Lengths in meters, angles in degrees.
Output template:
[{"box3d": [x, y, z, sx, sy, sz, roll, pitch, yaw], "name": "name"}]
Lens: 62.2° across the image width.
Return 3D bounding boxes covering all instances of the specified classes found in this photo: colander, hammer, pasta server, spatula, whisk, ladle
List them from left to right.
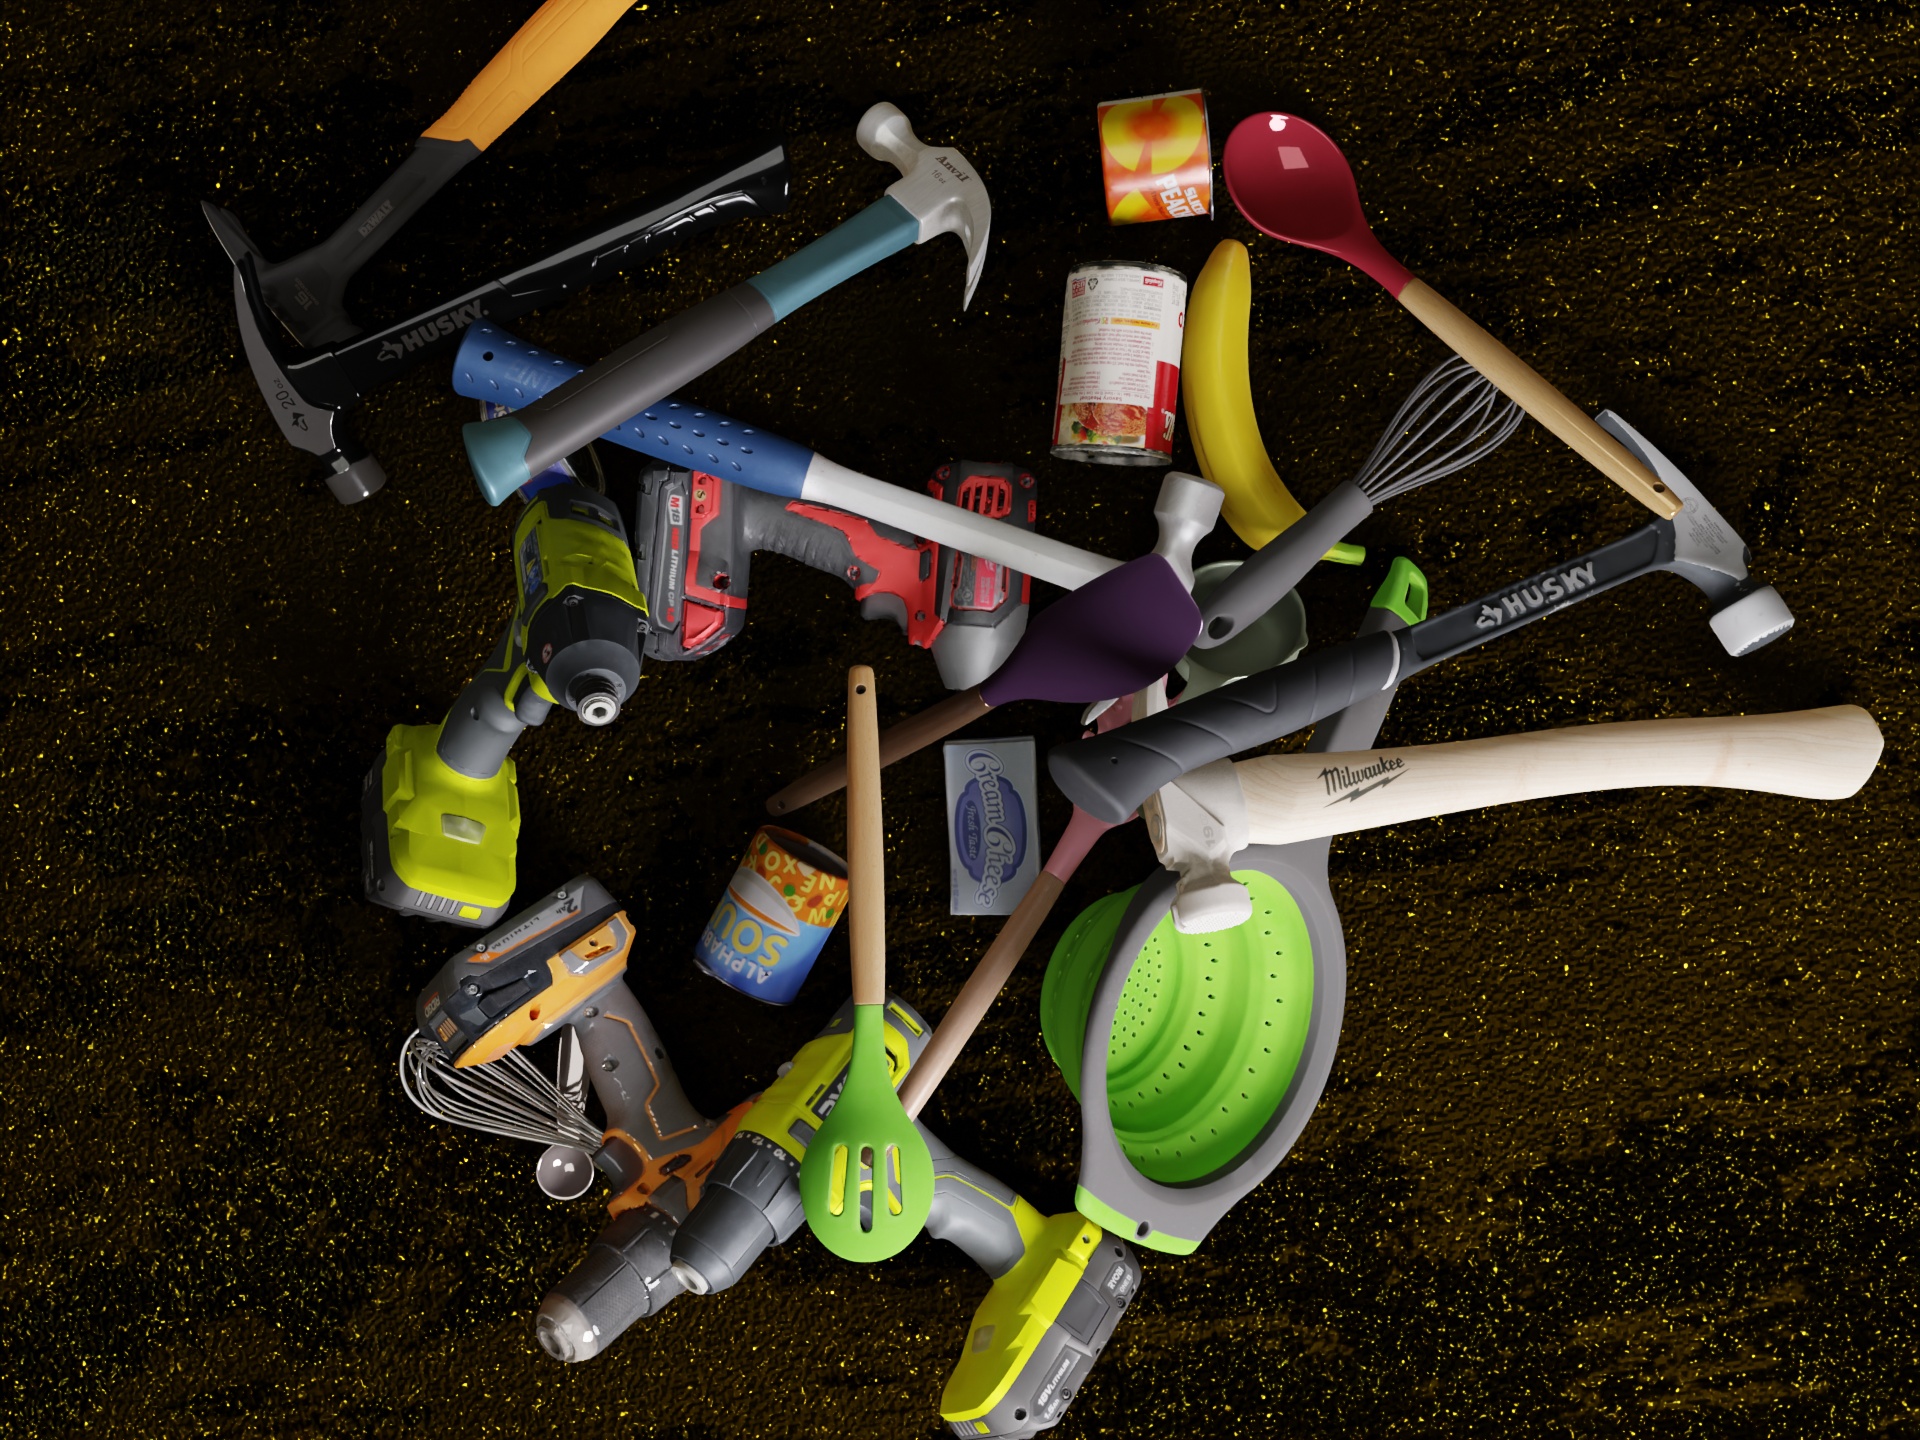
[{"box3d": [-0.287, -0.358, 0.931, 0.337, 0.034, 0.127, -41, 89, 7], "name": "hammer"}, {"box3d": [-0.249, -0.256, 0.912, 0.335, 0.035, 0.146, -25, 120, 2], "name": "hammer"}, {"box3d": [-0.217, 0.248, 0.940, 0.246, 0.058, 0.059, 30, 78, -7], "name": "whisk"}, {"box3d": [-0.117, -0.213, 0.832, 0.331, 0.033, 0.128, -38, 71, -22], "name": "hammer"}, {"box3d": [-0.073, -0.122, 0.848, 0.405, 0.035, 0.144, 19, 91, -1], "name": "hammer"}, {"box3d": [-0.001, -0.003, 0.846, 0.316, 0.018, 0.059, -27, 99, 39], "name": "spatula"}, {"box3d": [0.037, 0.107, 0.874, 0.060, 0.040, 0.316, 32, 76, 10], "name": "pasta server"}, {"box3d": [0.147, 0.084, 0.879, 0.204, 0.094, 0.397, 35, 76, -39], "name": "colander"}, {"box3d": [0.215, -0.118, 0.862, 0.239, 0.055, 0.055, -40, 88, -4], "name": "whisk"}, {"box3d": [0.227, -0.042, 0.798, 0.409, 0.036, 0.149, -21, 73, -19], "name": "hammer"}, {"box3d": [0.258, -0.215, 0.846, 0.069, 0.031, 0.316, -40, 73, -8], "name": "ladle"}, {"box3d": [0.290, 0.015, 0.825, 0.410, 0.038, 0.146, -5, 69, -13], "name": "hammer"}]

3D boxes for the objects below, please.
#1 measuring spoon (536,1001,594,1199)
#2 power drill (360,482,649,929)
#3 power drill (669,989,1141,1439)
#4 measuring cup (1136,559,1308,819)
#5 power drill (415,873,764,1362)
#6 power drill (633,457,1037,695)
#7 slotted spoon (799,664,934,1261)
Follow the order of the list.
[{"box3d": [-0.236, 0.228, 0.971, 0.034, 0.018, 0.124, 5, 87, -4], "name": "measuring spoon"}, {"box3d": [-0.244, 0.002, 0.864, 0.080, 0.171, 0.223, 20, 120, -33], "name": "power drill"}, {"box3d": [-0.031, 0.286, 0.877, 0.228, 0.080, 0.191, 43, 54, -1], "name": "power drill"}, {"box3d": [0.132, -0.011, 0.868, 0.083, 0.038, 0.168, 21, 67, 16], "name": "measuring cup"}, {"box3d": [-0.207, 0.221, 0.887, 0.226, 0.185, 0.084, 51, 135, 3], "name": "power drill"}, {"box3d": [-0.069, -0.079, 0.903, 0.219, 0.078, 0.143, 4, 93, 3], "name": "power drill"}, {"box3d": [-0.051, 0.124, 0.842, 0.070, 0.031, 0.314, -1, 79, -1], "name": "slotted spoon"}]
